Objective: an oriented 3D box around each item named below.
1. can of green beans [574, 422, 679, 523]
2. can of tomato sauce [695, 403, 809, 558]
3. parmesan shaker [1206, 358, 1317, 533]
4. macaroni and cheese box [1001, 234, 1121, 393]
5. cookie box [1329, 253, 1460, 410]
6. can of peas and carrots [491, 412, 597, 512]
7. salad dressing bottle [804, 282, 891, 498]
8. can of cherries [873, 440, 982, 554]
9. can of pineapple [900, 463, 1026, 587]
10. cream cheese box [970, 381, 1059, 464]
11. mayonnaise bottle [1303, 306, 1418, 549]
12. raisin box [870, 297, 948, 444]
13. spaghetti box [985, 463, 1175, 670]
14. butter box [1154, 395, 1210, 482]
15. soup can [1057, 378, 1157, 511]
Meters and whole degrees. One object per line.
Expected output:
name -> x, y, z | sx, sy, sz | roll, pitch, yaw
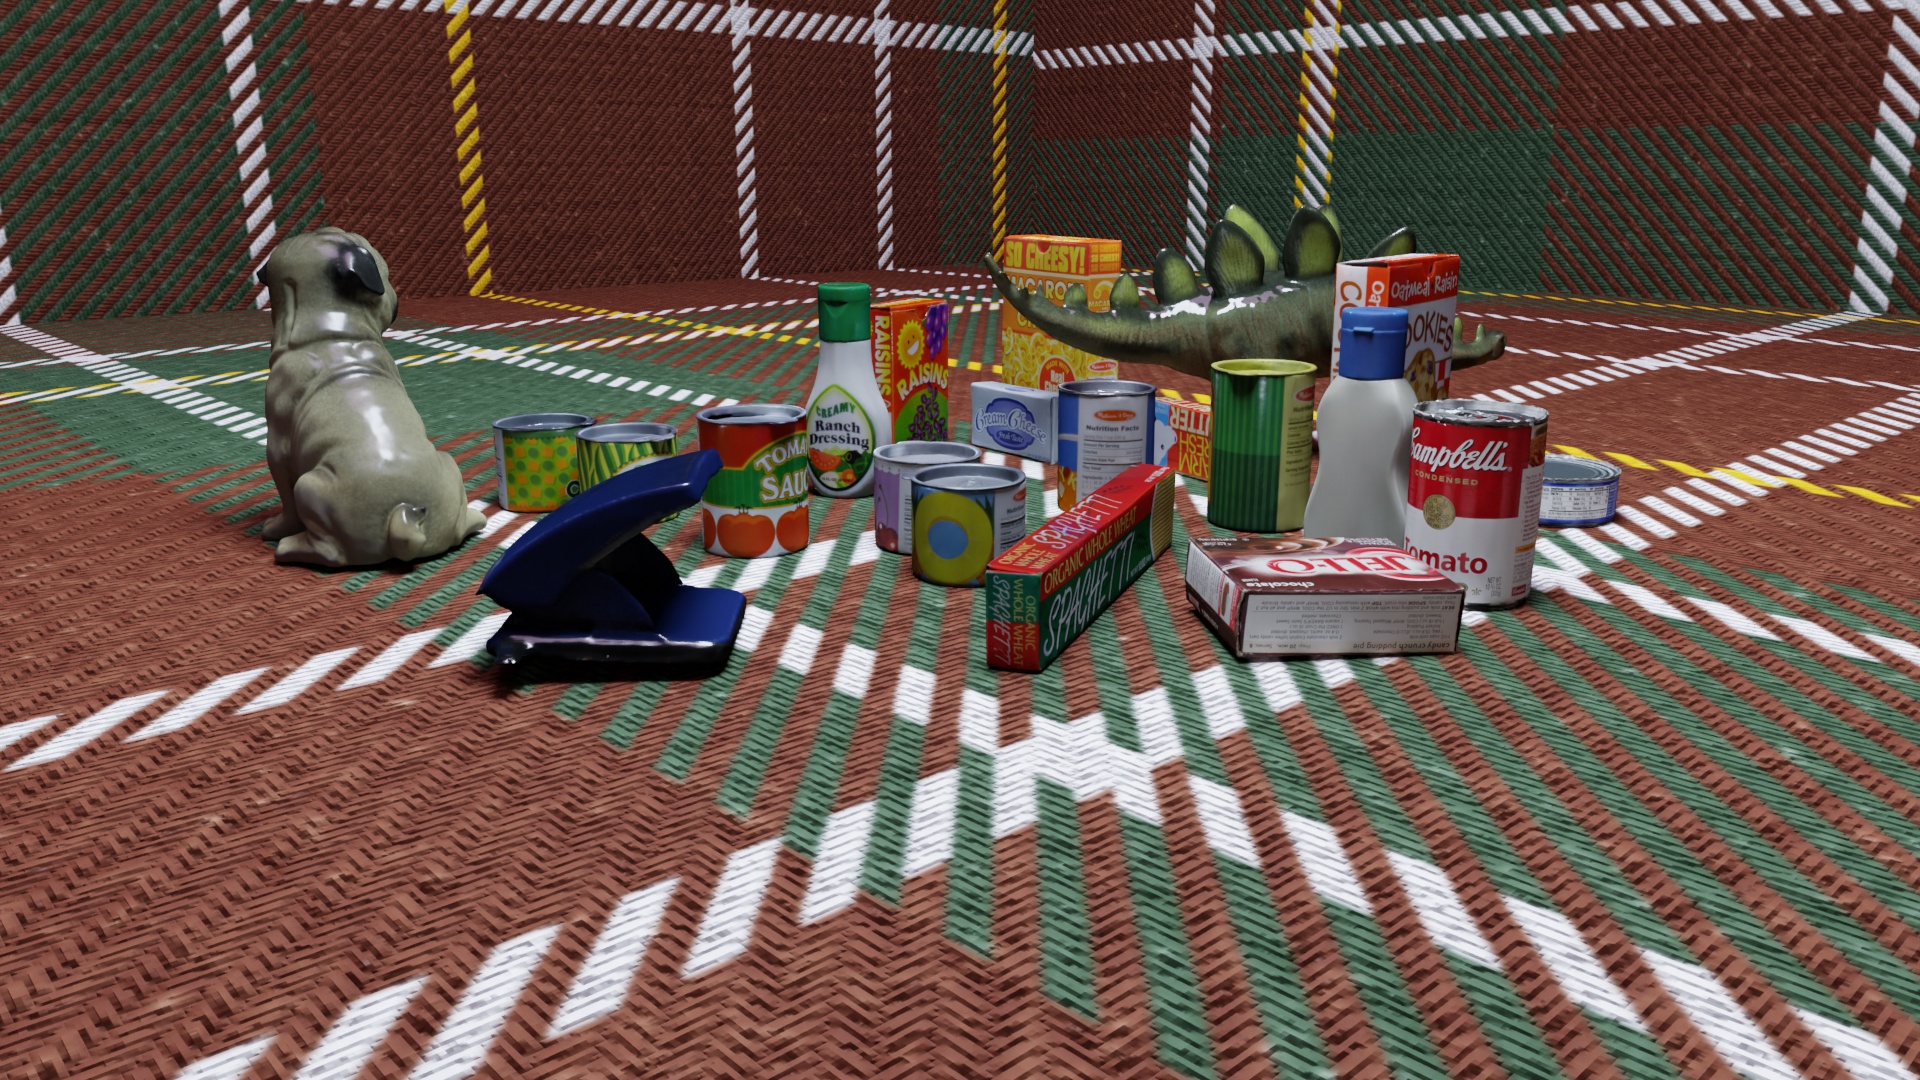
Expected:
can of green beans -> -0.220, -0.044, 0.921 | 0.071, 0.057, 0.071 | 0, 15, 0
can of tomato sauce -> -0.124, -0.037, 0.844 | 0.071, 0.082, 0.071 | 0, 15, 0
parmesan shaker -> 0.191, -0.061, 0.895 | 0.071, 0.102, 0.071 | 0, 15, 0
macaroni and cheese box -> 0.087, -0.182, 1.223 | 0.040, 0.166, 0.124 | -10, 18, -33
cookie box -> 0.296, -0.110, 0.951 | 0.040, 0.167, 0.123 | 11, 19, 38
can of peas and carrots -> -0.283, -0.054, 0.957 | 0.071, 0.058, 0.071 | 0, 15, 0
salad dressing bottle -> -0.081, -0.106, 0.975 | 0.064, 0.147, 0.044 | 4, 15, 15
can of cherries -> -0.020, -0.027, 0.854 | 0.071, 0.058, 0.072 | 0, 15, 0
can of pineapple -> 0.003, -0.010, 0.791 | 0.071, 0.057, 0.071 | 0, 15, 0
cream cheese box -> 0.048, -0.096, 1.122 | 0.024, 0.053, 0.104 | -11, 18, -36
mayonnaise bottle -> 0.233, -0.058, 0.796 | 0.065, 0.147, 0.041 | 10, 18, 34
raisin box -> -0.046, -0.128, 1.106 | 0.040, 0.123, 0.086 | 8, 17, 30
spaghetti box -> 0.070, 0.007, 0.742 | 0.029, 0.050, 0.251 | 6, 16, 22
butter box -> 0.176, -0.076, 1.044 | 0.024, 0.053, 0.103 | -8, 17, -29
soup can -> 0.098, -0.064, 0.943 | 0.071, 0.083, 0.071 | 0, 15, 0
